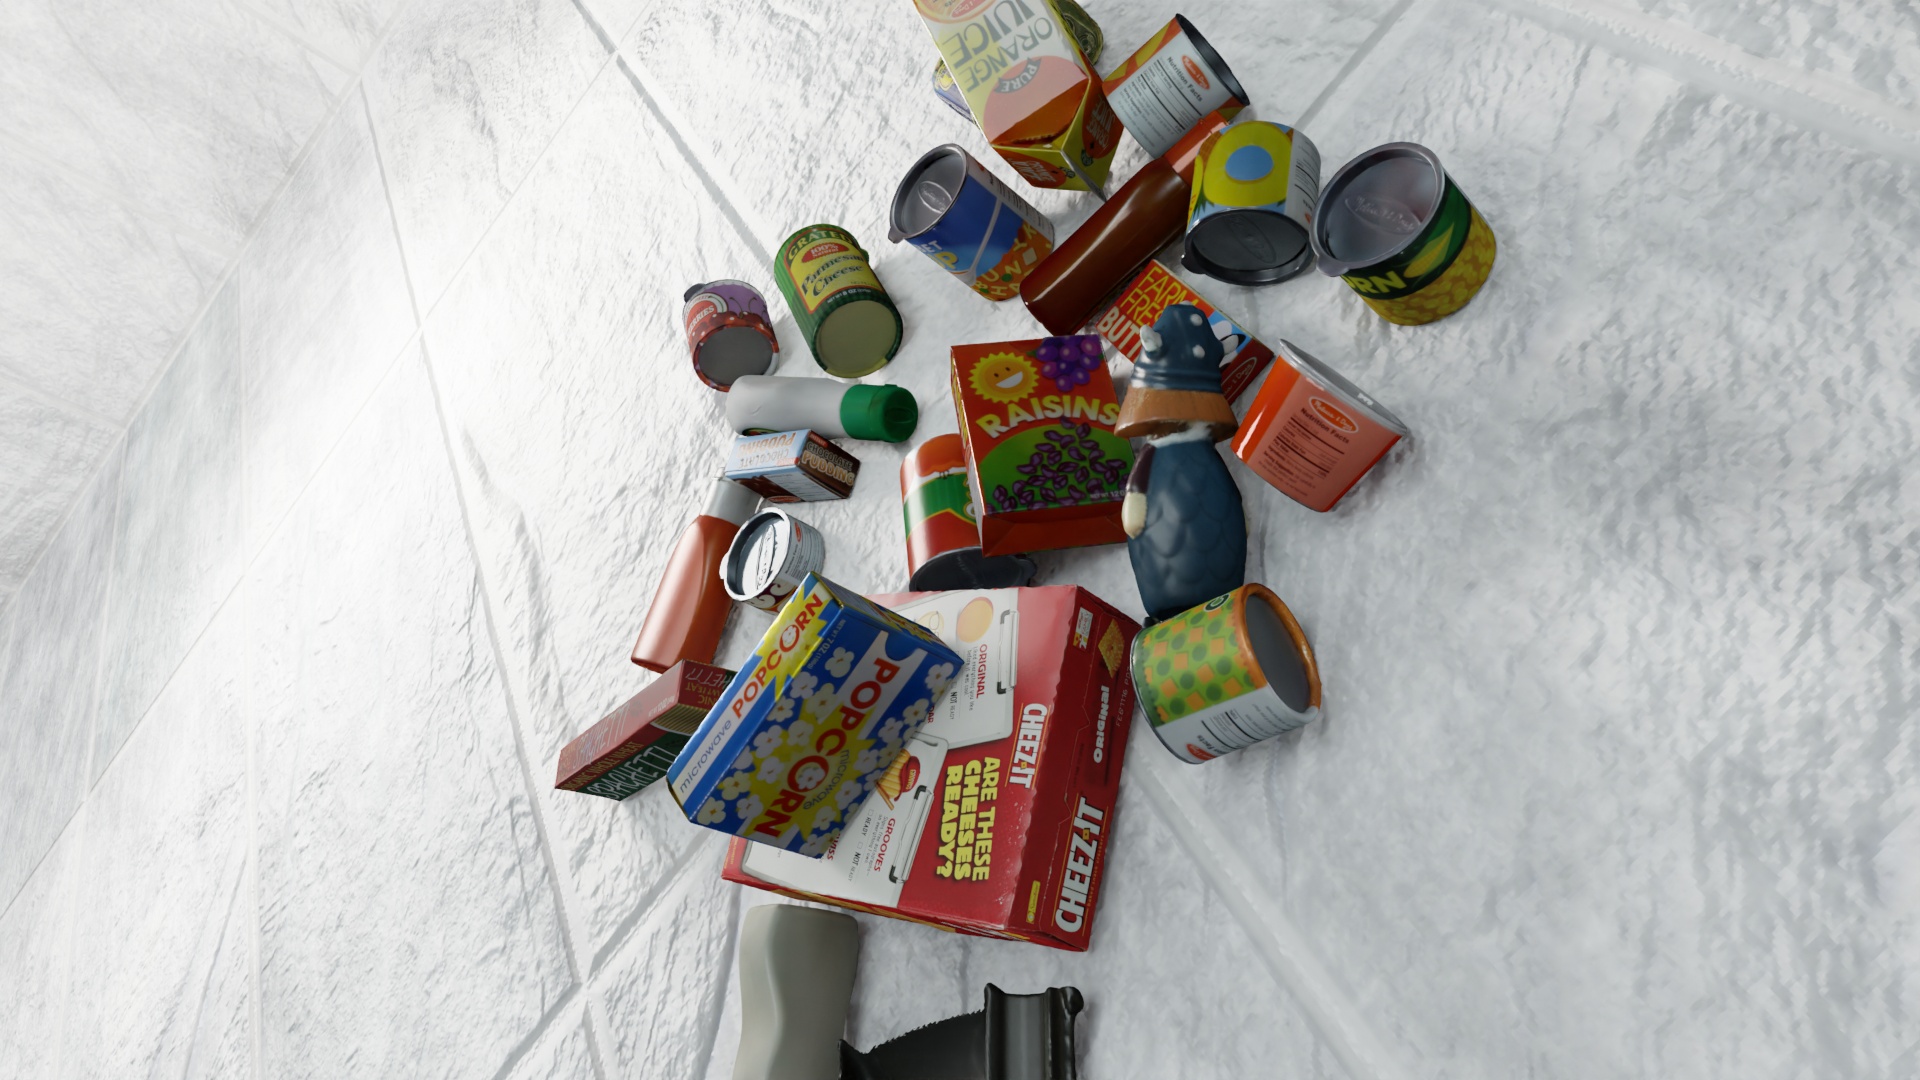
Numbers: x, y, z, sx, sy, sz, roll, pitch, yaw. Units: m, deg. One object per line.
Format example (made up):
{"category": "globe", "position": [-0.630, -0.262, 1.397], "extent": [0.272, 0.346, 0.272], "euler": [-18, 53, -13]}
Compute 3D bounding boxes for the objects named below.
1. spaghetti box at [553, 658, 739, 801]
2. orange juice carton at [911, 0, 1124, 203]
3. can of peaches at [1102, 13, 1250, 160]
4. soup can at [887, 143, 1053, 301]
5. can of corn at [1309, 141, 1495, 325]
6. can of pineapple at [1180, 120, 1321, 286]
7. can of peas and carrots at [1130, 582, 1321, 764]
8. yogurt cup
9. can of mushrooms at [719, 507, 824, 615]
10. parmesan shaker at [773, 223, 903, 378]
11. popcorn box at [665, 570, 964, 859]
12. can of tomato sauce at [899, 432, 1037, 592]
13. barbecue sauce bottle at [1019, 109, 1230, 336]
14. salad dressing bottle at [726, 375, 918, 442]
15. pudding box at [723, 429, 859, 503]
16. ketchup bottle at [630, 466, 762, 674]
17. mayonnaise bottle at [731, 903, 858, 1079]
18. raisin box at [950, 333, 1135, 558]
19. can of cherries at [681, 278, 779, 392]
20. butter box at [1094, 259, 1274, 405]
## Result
{"category": "spaghetti box", "position": [-0.194, 0.123, 0.862], "extent": [0.249, 0.050, 0.029], "euler": [-33, 46, 53]}
{"category": "orange juice carton", "position": [0.037, -0.290, 0.848], "extent": [0.073, 0.072, 0.193], "euler": [-31, 73, 17]}
{"category": "can of peaches", "position": [0.124, -0.259, 0.803], "extent": [0.058, 0.071, 0.071], "euler": [-38, 45, 26]}
{"category": "soup can", "position": [0.006, -0.196, 0.872], "extent": [0.071, 0.083, 0.071], "euler": [-25, 51, 35]}
{"category": "can of corn", "position": [0.205, -0.140, 0.649], "extent": [0.071, 0.058, 0.071], "euler": [-25, 51, 35]}
{"category": "can of pineapple", "position": [0.150, -0.174, 0.721], "extent": [0.071, 0.071, 0.058], "euler": [-12, 58, 42]}
{"category": "can of peas and carrots", "position": [0.117, 0.057, 0.615], "extent": [0.058, 0.071, 0.071], "euler": [-28, 49, 32]}
{"category": "yogurt cup", "position": [0.161, -0.050, 0.638], "extent": [0.053, 0.072, 0.072], "euler": [-56, 39, 18]}
{"category": "can of mushrooms", "position": [-0.125, 0.015, 0.921], "extent": [0.071, 0.033, 0.071], "euler": [-24, 52, 35]}
{"category": "parmesan shaker", "position": [-0.083, -0.168, 0.964], "extent": [0.071, 0.071, 0.103], "euler": [-46, 42, 16]}
{"category": "popcorn box", "position": [-0.070, 0.087, 0.666], "extent": [0.126, 0.085, 0.038], "euler": [-54, 41, 7]}
{"category": "can of tomato sauce", "position": [0.003, -0.010, 0.777], "extent": [0.071, 0.071, 0.083], "euler": [-32, 46, 30]}
{"category": "barbecue sauce bottle", "position": [0.100, -0.179, 0.790], "extent": [0.148, 0.043, 0.065], "euler": [-42, 13, 18]}
{"category": "salad dressing bottle", "position": [-0.094, -0.088, 0.933], "extent": [0.147, 0.064, 0.044], "euler": [7, 96, 41]}
{"category": "pudding box", "position": [-0.114, -0.049, 0.936], "extent": [0.083, 0.049, 0.030], "euler": [-3, 64, 46]}
{"category": "ketchup bottle", "position": [-0.178, 0.023, 0.964], "extent": [0.064, 0.043, 0.149], "euler": [4, 70, 47]}
{"category": "mayonnaise bottle", "position": [-0.088, 0.265, 0.710], "extent": [0.041, 0.065, 0.148], "euler": [-19, 58, 42]}
{"category": "raisin box", "position": [0.044, -0.054, 0.746], "extent": [0.086, 0.039, 0.124], "euler": [-6, 52, -5]}
{"category": "can of cherries", "position": [-0.175, -0.155, 1.047], "extent": [0.071, 0.071, 0.058], "euler": [-42, 43, 21]}
{"category": "butter box", "position": [0.118, -0.107, 0.747], "extent": [0.053, 0.024, 0.104], "euler": [-49, 41, 12]}
